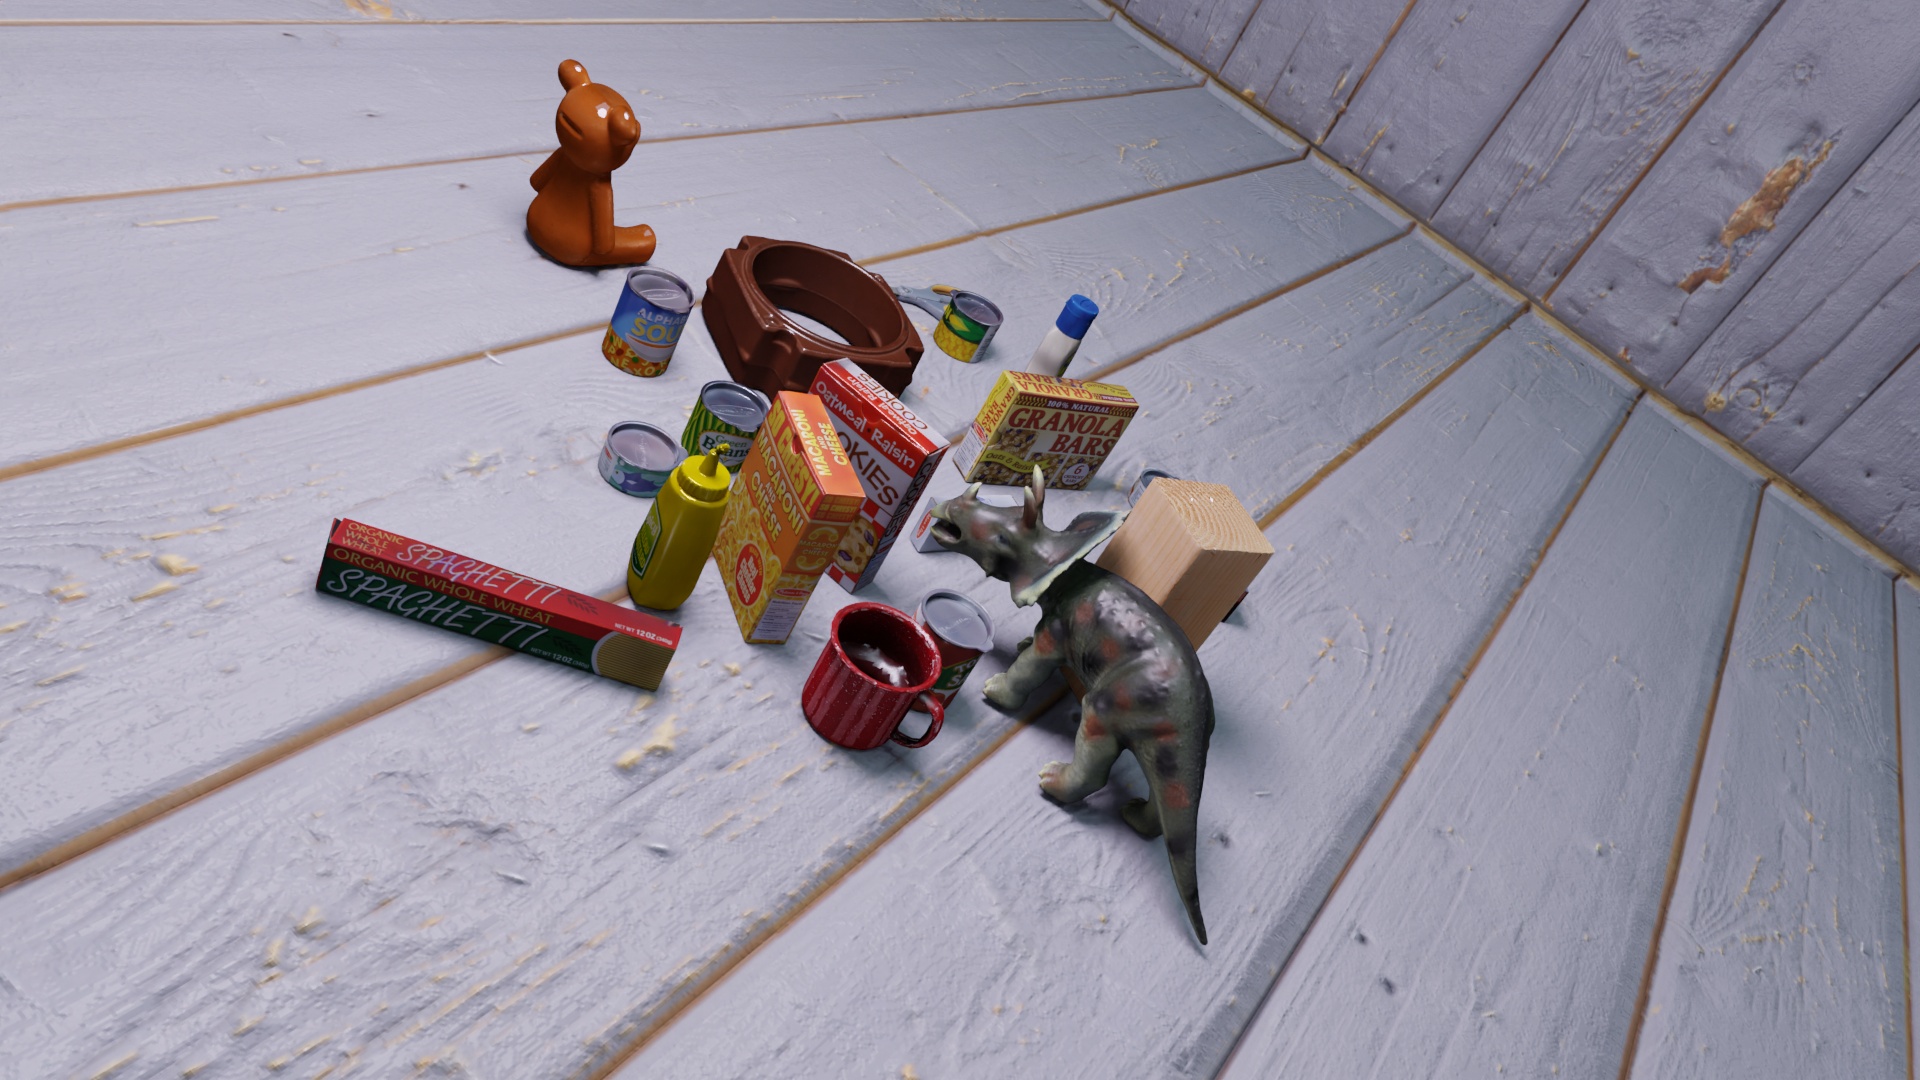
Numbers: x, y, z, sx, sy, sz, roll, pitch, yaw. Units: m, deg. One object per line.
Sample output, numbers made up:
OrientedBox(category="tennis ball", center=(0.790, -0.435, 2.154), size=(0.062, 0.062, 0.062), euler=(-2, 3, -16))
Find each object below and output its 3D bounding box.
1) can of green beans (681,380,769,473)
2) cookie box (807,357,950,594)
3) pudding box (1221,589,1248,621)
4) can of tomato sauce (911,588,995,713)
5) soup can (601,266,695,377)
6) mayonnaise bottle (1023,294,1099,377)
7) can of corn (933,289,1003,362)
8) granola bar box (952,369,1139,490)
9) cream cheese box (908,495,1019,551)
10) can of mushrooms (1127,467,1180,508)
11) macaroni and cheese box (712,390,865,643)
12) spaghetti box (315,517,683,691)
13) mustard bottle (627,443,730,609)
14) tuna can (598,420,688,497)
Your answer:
OrientedBox(category="can of green beans", center=(-0.215, -0.103, 1.268), size=(0.071, 0.057, 0.071), euler=(21, 35, -15))
OrientedBox(category="cookie box", center=(-0.097, -0.055, 1.199), size=(0.123, 0.166, 0.040), euler=(40, 34, 13))
OrientedBox(category="pudding box", center=(0.273, 0.039, 1.472), size=(0.030, 0.049, 0.084), euler=(19, 36, -19))
OrientedBox(category="can of tomato sauce", center=(-0.018, 0.093, 1.146), size=(0.071, 0.082, 0.071), euler=(21, 35, -15))
OrientedBox(category="soup can", center=(-0.294, -0.204, 1.314), size=(0.071, 0.083, 0.072), euler=(21, 35, -15))
OrientedBox(category="mayonnaise bottle", center=(0.106, -0.209, 1.575), size=(0.041, 0.147, 0.065), euler=(36, 34, 7))
OrientedBox(category="can of corn", center=(0.006, -0.252, 1.633), size=(0.071, 0.058, 0.071), euler=(21, 35, -15))
OrientedBox(category="granola bar box", center=(0.091, -0.113, 1.459), size=(0.166, 0.123, 0.039), euler=(2, 43, -36))
OrientedBox(category="cream cheese box", center=(0.005, -0.017, 1.332), size=(0.104, 0.053, 0.024), euler=(-3, 46, -40))
OrientedBox(category="can of mushrooms", center=(0.225, -0.048, 1.562), size=(0.071, 0.033, 0.071), euler=(21, 35, -15))
OrientedBox(category="macaroni and cheese box", center=(-0.144, -0.017, 1.115), size=(0.040, 0.165, 0.124), euler=(5, 42, -34))
OrientedBox(category="spaghetti box", center=(-0.327, 0.048, 0.993), size=(0.250, 0.050, 0.029), euler=(20, 35, -17))
OrientedBox(category="mustard bottle", center=(-0.212, -0.018, 1.068), size=(0.049, 0.159, 0.065), euler=(9, 39, -30))
OrientedBox(category="tuna can", center=(-0.275, -0.070, 1.201), size=(0.071, 0.032, 0.071), euler=(21, 35, -15))
